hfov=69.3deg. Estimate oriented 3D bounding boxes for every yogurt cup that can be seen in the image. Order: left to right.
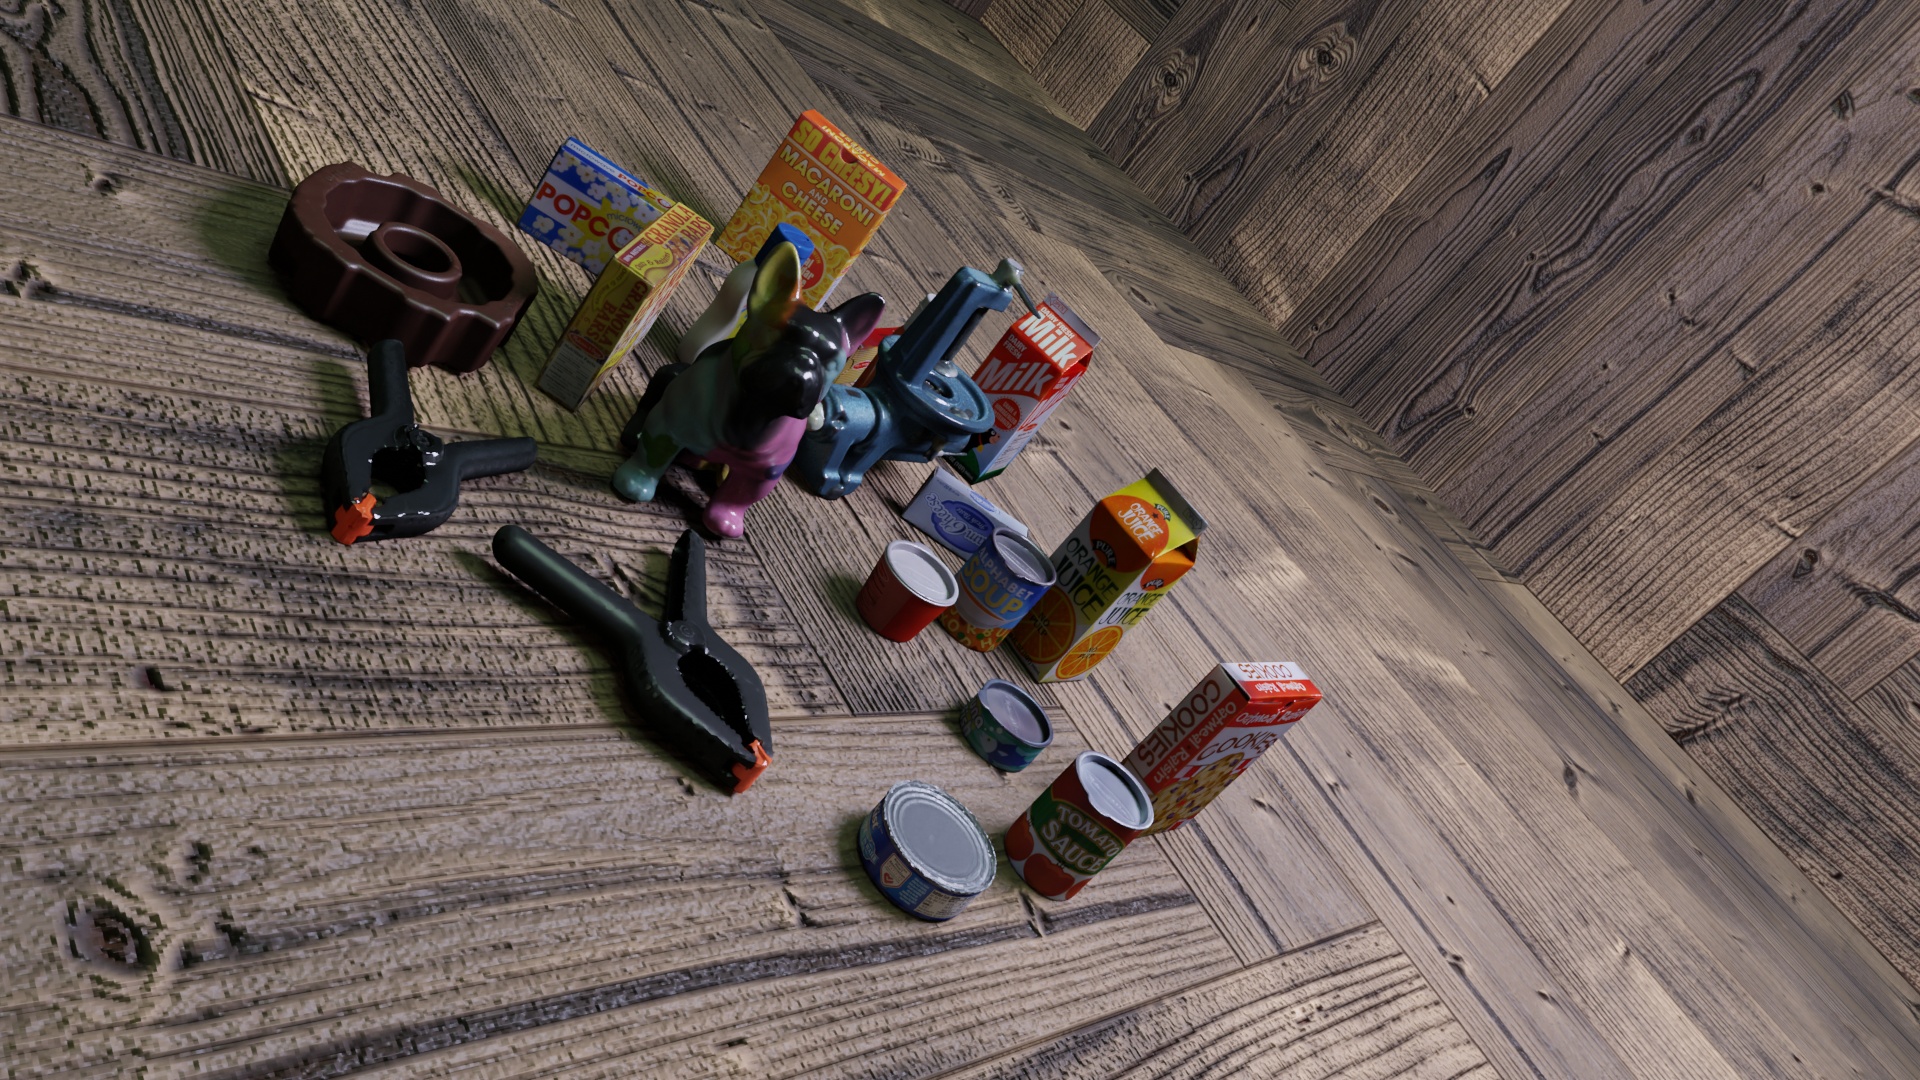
[{"bbox_3d":[-0.044,0.041,1.071,0.072,0.053,0.073,32,26,-17],"label":"yogurt cup"}]

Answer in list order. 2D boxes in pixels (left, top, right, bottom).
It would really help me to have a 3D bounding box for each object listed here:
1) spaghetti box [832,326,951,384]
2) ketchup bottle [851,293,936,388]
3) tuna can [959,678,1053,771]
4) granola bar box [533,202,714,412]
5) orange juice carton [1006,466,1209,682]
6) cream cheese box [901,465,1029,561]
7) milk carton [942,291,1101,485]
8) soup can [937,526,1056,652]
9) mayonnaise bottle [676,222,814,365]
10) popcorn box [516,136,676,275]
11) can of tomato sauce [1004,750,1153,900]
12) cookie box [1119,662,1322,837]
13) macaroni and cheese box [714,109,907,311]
[{"bbox_3d":[-0.066,-0.195,1.443,0.029,0.050,0.251,45,25,12],"label":"spaghetti box"},{"bbox_3d":[-0.059,-0.159,1.273,0.043,0.148,0.065,39,24,-3],"label":"ketchup bottle"},{"bbox_3d":[0.032,0.138,1.041,0.071,0.032,0.071,32,26,-17],"label":"tuna can"},{"bbox_3d":[-0.256,-0.183,1.065,0.039,0.123,0.166,35,25,-11],"label":"granola bar box"},{"bbox_3d":[0.122,0.030,1.158,0.073,0.192,0.072,5,42,-52],"label":"orange juice carton"},{"bbox_3d":[0.004,-0.015,1.235,0.104,0.053,0.024,34,25,-12],"label":"cream cheese box"},{"bbox_3d":[0.056,-0.150,1.371,0.072,0.189,0.074,45,25,11],"label":"milk carton"},{"bbox_3d":[0.027,0.041,1.134,0.071,0.083,0.072,32,25,-17],"label":"soup can"},{"bbox_3d":[-0.178,-0.200,1.174,0.065,0.147,0.041,5,42,-52],"label":"mayonnaise bottle"},{"bbox_3d":[-0.305,-0.276,1.200,0.126,0.085,0.038,31,26,-19],"label":"popcorn box"},{"bbox_3d":[0.079,0.196,0.949,0.071,0.082,0.071,32,25,-17],"label":"can of tomato sauce"},{"bbox_3d":[0.183,0.160,1.053,0.123,0.166,0.040,5,41,-52],"label":"cookie box"},{"bbox_3d":[-0.152,-0.330,1.409,0.124,0.165,0.040,38,24,-4],"label":"macaroni and cheese box"}]
